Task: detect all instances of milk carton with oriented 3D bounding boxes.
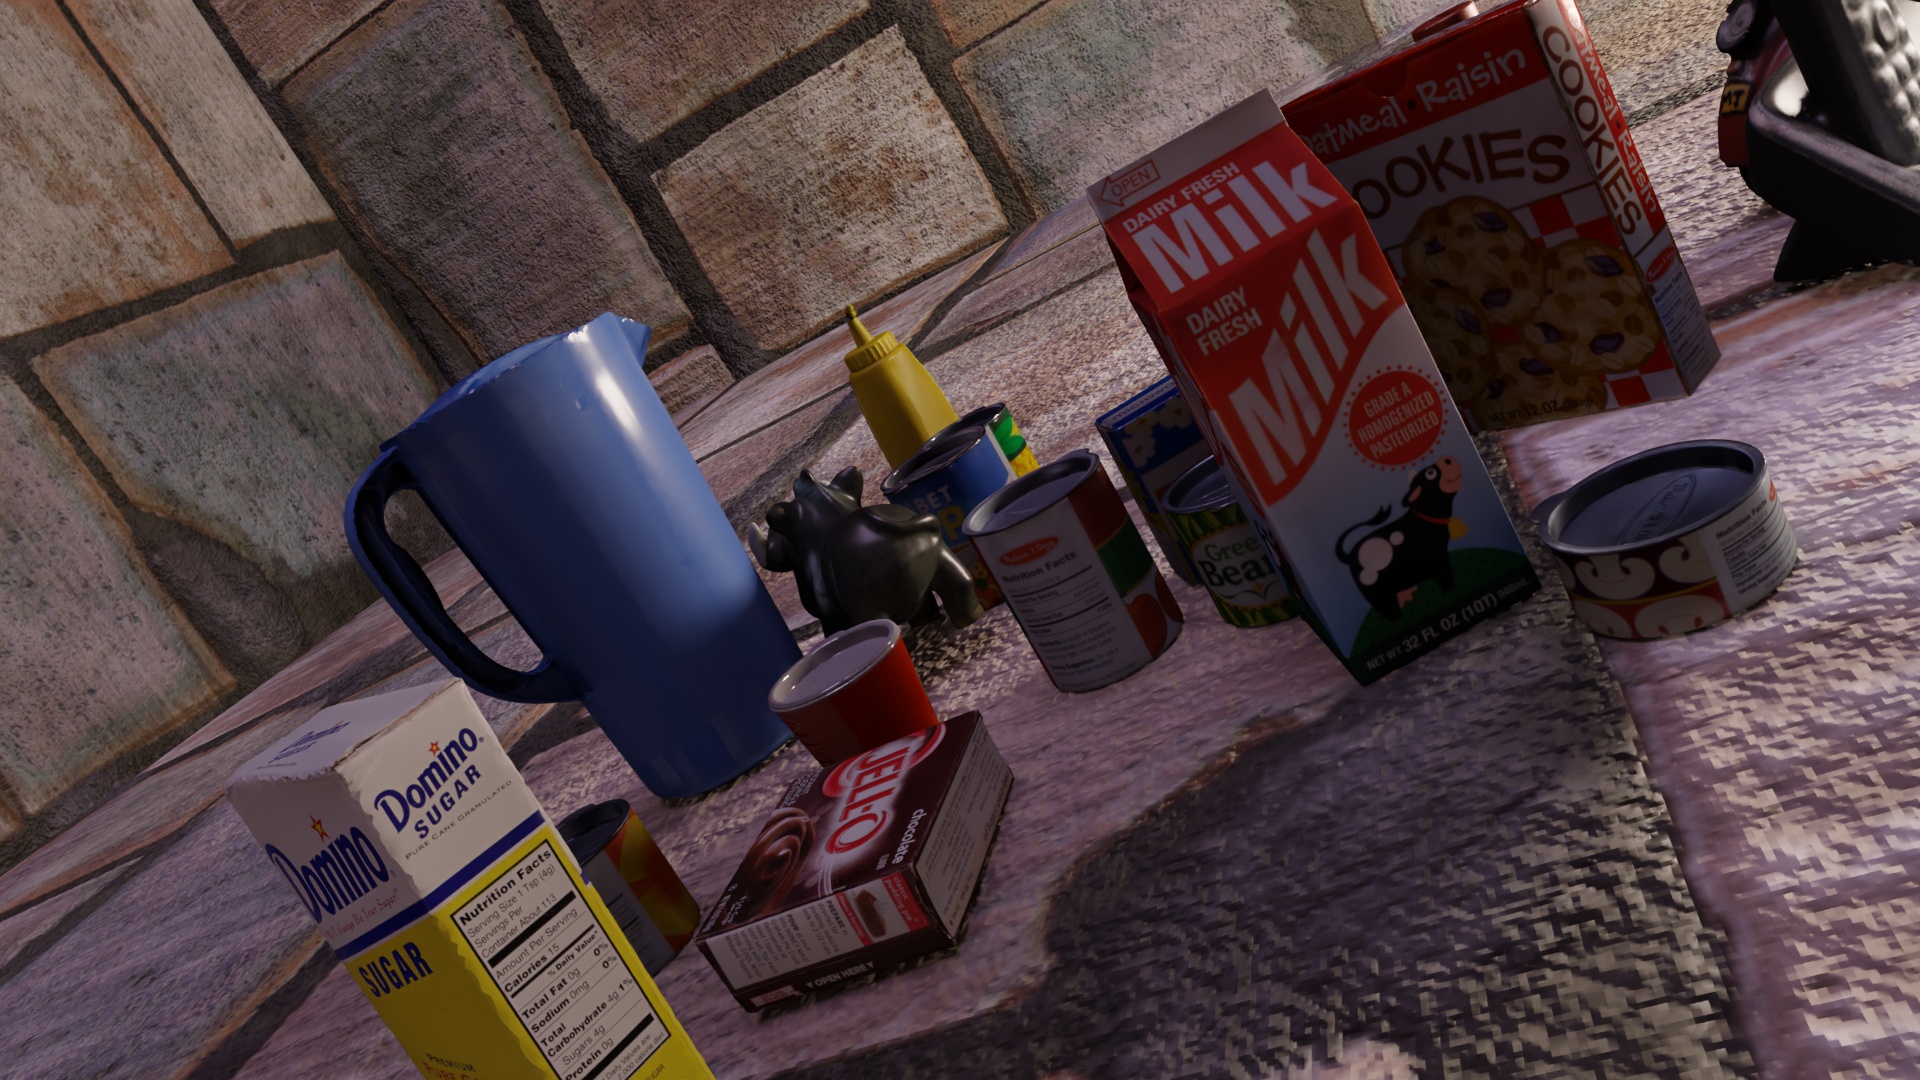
[{"bbox_3d":[0.118,-0.054,0.482,0.072,0.190,0.073,-29,14,5],"label":"milk carton"}]

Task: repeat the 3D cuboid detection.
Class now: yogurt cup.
[{"bbox_3d":[-0.046,0.076,0.633,0.072,0.054,0.072,-28,15,8],"label":"yogurt cup"}]

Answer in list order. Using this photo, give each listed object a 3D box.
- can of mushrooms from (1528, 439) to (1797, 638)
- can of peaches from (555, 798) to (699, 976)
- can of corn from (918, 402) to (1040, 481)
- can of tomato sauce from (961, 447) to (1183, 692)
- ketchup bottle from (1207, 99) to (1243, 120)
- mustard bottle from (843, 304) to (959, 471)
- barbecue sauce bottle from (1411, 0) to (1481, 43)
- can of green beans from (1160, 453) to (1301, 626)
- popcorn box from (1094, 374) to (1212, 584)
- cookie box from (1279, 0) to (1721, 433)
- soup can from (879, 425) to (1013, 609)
[{"bbox_3d":[0.215,-0.001,0.429,0.071,0.033,0.071,-28,15,8],"label":"can of mushrooms"},{"bbox_3d":[-0.151,0.150,0.582,0.071,0.058,0.071,-28,15,8],"label":"can of peaches"},{"bbox_3d":[0.016,-0.052,0.934,0.071,0.058,0.071,-28,15,8],"label":"can of corn"},{"bbox_3d":[0.050,0.013,0.603,0.071,0.083,0.071,-28,14,8],"label":"can of tomato sauce"},{"bbox_3d":[0.218,-0.231,0.960,0.065,0.148,0.043,-31,14,-4],"label":"ketchup bottle"},{"bbox_3d":[-0.043,-0.099,1.000,0.048,0.160,0.065,-22,16,30],"label":"mustard bottle"},{"bbox_3d":[0.307,-0.233,0.799,0.044,0.148,0.065,-30,14,1],"label":"barbecue sauce bottle"},{"bbox_3d":[0.125,-0.006,0.571,0.071,0.057,0.071,-28,15,8],"label":"can of green beans"},{"bbox_3d":[0.136,-0.049,0.637,0.127,0.085,0.038,-31,14,-4],"label":"popcorn box"},{"bbox_3d":[0.220,-0.129,0.581,0.040,0.167,0.122,-39,17,-32],"label":"cookie box"},{"bbox_3d":[0.003,-0.010,0.767,0.071,0.083,0.071,-28,14,8],"label":"soup can"}]
